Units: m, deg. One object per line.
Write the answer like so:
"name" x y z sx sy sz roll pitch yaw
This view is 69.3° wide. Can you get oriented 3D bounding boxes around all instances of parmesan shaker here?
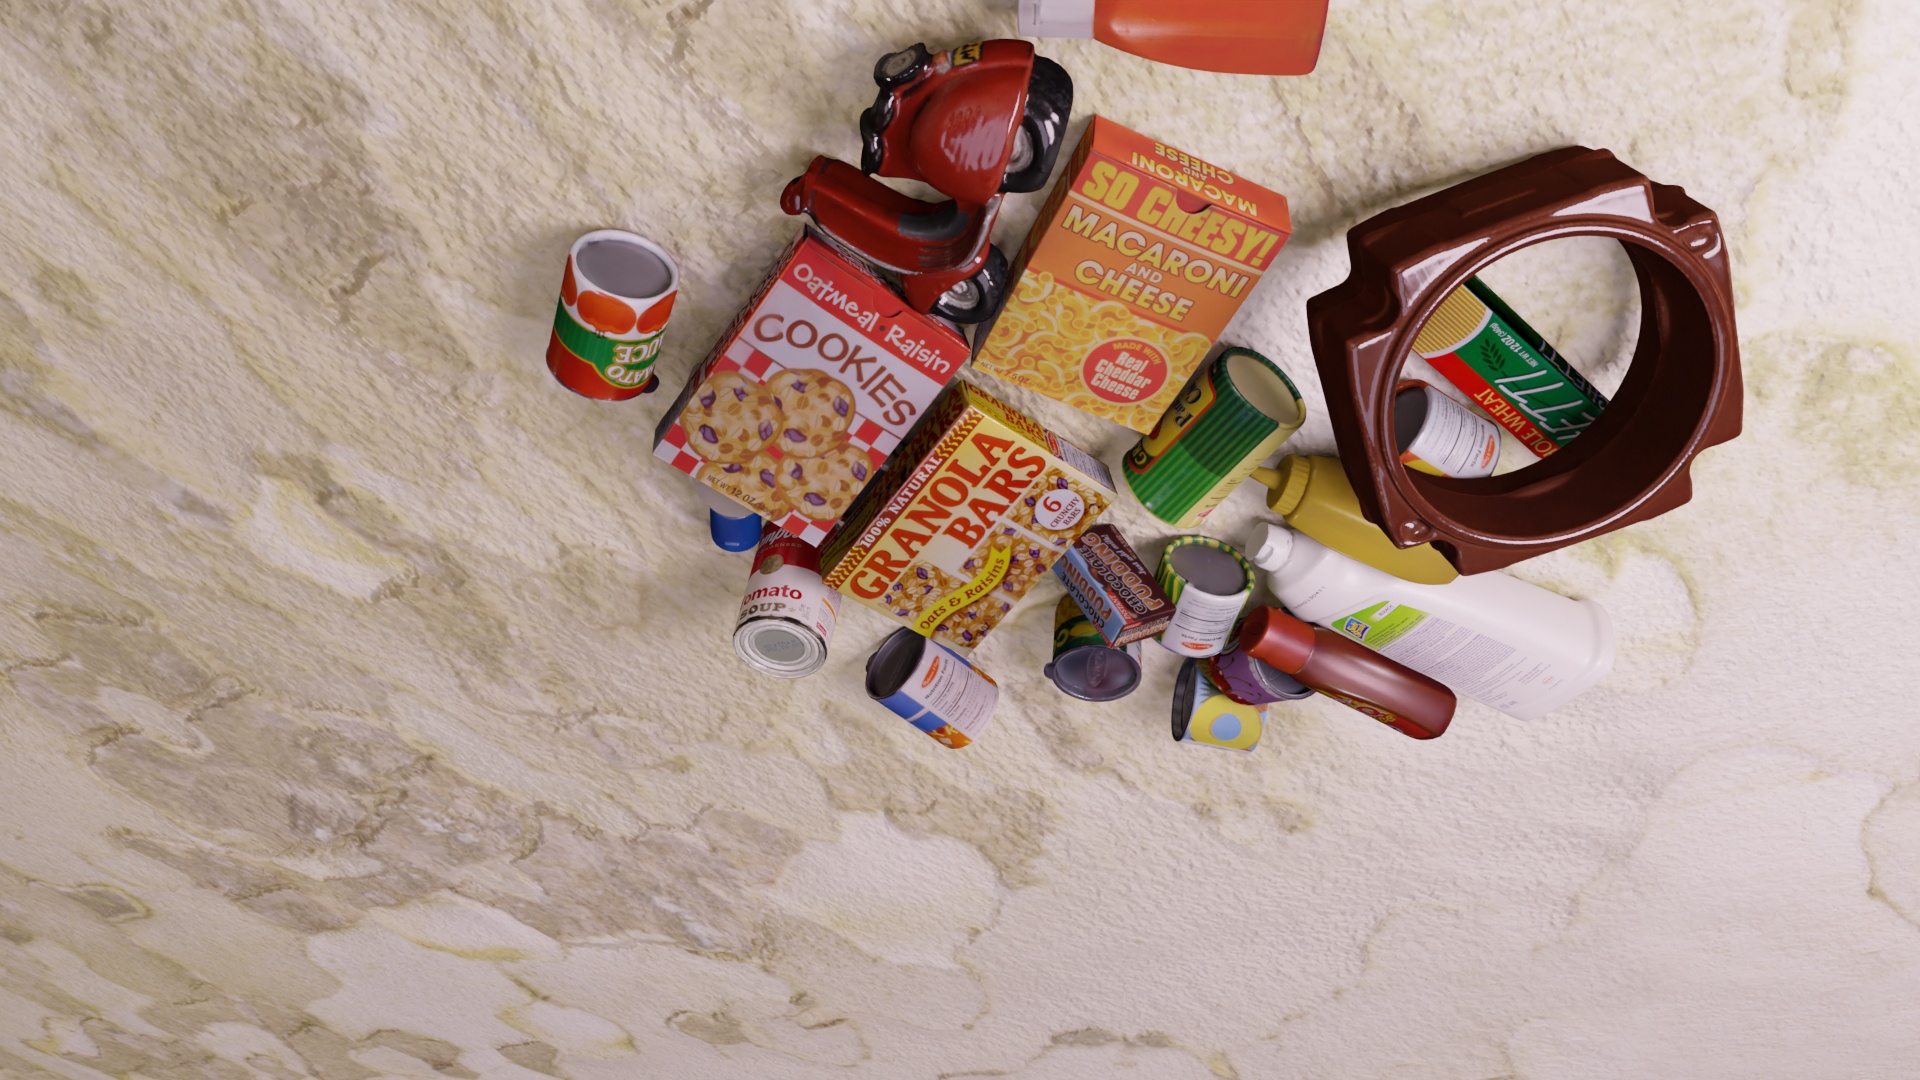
"parmesan shaker" 0.158 -0.065 0.868 0.071 0.072 0.102 26 132 -18

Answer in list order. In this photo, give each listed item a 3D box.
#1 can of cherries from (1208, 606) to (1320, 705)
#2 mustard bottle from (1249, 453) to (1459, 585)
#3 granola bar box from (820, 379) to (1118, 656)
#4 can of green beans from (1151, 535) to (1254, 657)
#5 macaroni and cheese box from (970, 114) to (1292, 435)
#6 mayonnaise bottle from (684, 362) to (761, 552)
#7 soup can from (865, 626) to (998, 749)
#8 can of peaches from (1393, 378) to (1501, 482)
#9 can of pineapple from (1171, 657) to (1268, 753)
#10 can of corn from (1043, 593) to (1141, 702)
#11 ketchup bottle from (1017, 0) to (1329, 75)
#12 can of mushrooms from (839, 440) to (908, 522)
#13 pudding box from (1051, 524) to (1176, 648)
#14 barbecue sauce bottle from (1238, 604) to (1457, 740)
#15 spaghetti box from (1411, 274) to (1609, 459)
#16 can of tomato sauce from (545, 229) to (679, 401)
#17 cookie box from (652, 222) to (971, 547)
"can of cherries" 0.220 0.082 1.000 0.071 0.072 0.058 25 160 -17
"mustard bottle" 0.252 -0.022 0.901 0.160 0.066 0.048 19 134 -6
"granola bar box" 0.003 -0.012 0.920 0.124 0.039 0.165 29 118 -24
"can of green beans" 0.165 0.038 0.969 0.071 0.071 0.057 12 130 -4
"macaroni and cheese box" 0.095 -0.147 0.807 0.124 0.040 0.165 19 135 -13
"mayonnaise bottle" -0.153 -0.053 0.941 0.065 0.041 0.147 6 137 -3
"soup can" -0.023 0.114 1.080 0.071 0.072 0.083 -31 125 33
"can of peaches" 0.285 -0.058 0.857 0.058 0.071 0.071 27 133 -19
"can of pineapple" 0.197 0.124 1.058 0.058 0.071 0.070 11 136 -4
"can of corn" 0.099 0.076 1.027 0.071 0.058 0.070 4 136 4
"ketchup bottle" 0.103 -0.264 0.682 0.149 0.044 0.064 4 135 4
"can of mushrooms" -0.061 -0.041 0.945 0.071 0.034 0.070 4 135 4
"pudding box" 0.103 0.031 0.952 0.050 0.084 0.030 -12 143 -31
"barbecue sauce bottle" 0.262 0.089 0.951 0.148 0.043 0.065 25 175 -14
"spaghetti box" 0.347 -0.090 0.841 0.250 0.029 0.050 33 132 -24
"can of tomato sauce" -0.210 -0.135 0.843 0.071 0.071 0.082 19 135 -11
"cookie box" -0.092 -0.092 0.854 0.123 0.040 0.167 31 111 -23
